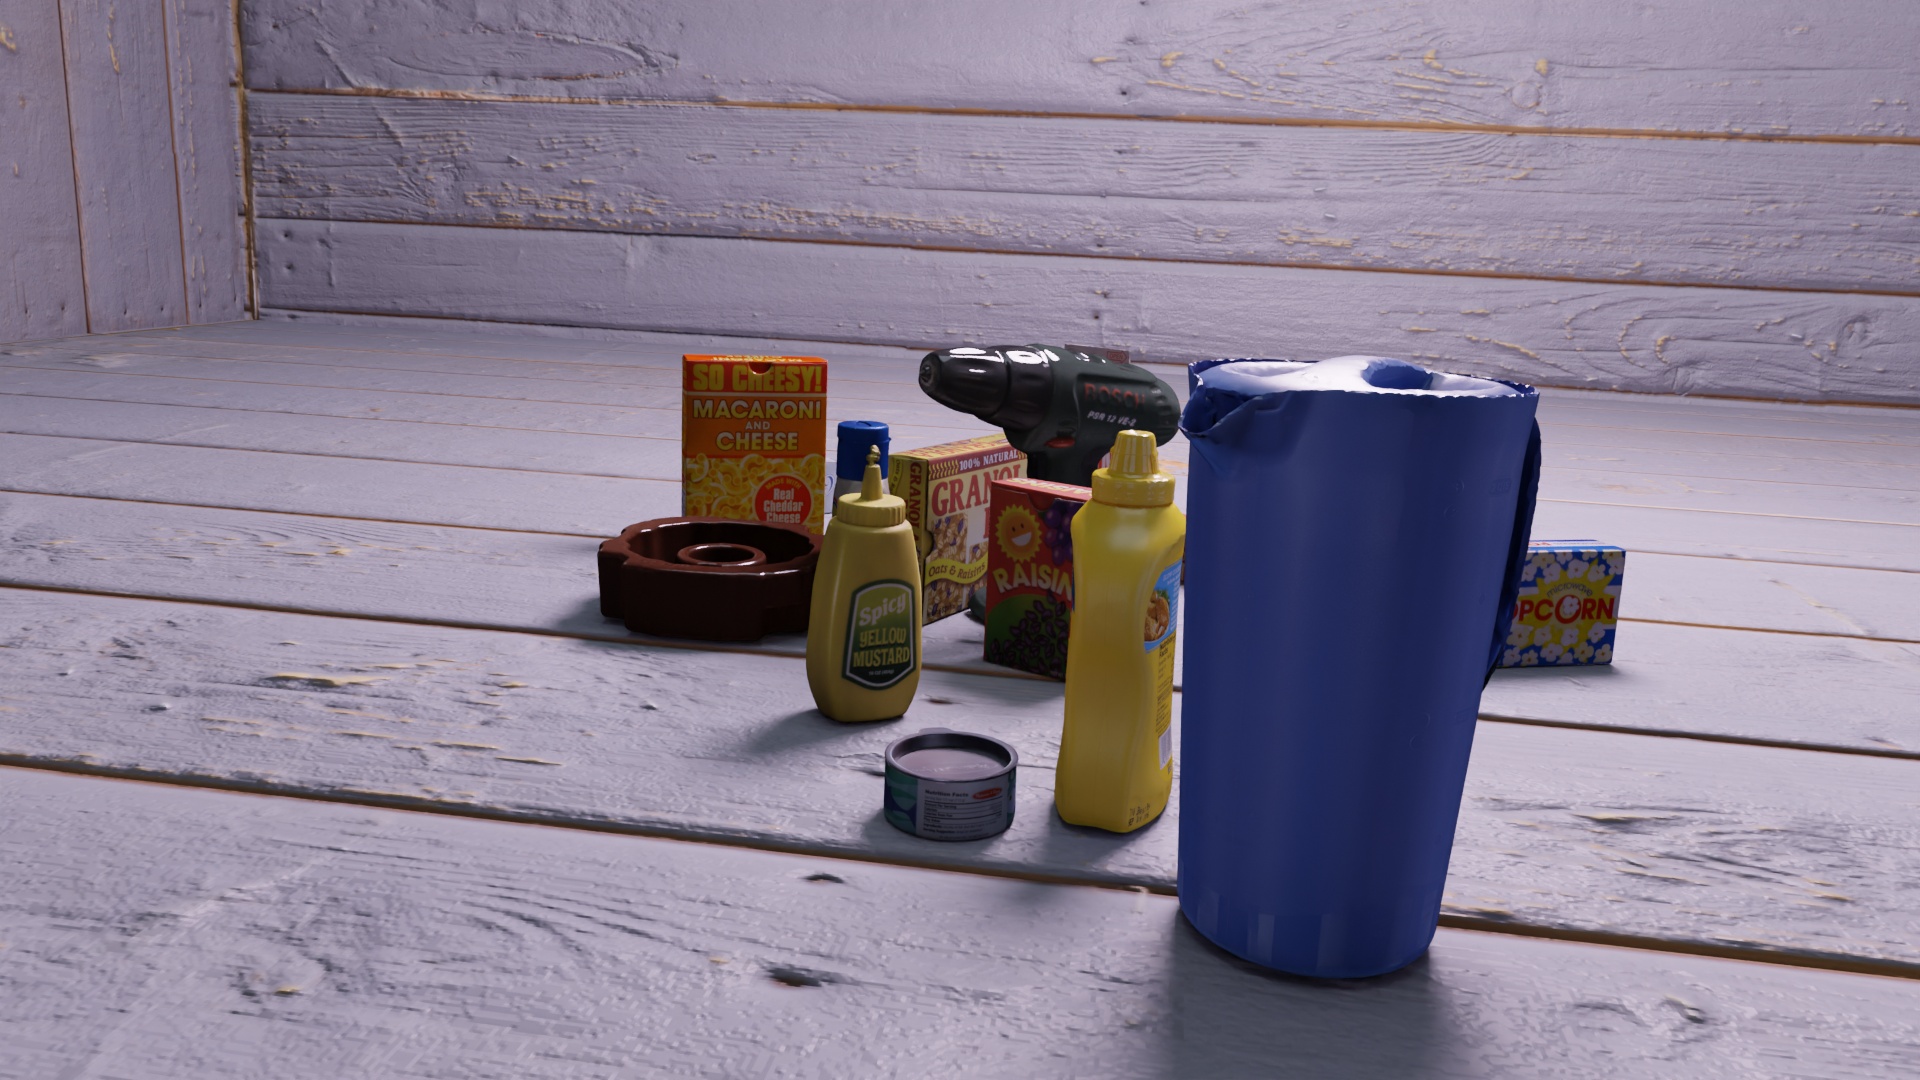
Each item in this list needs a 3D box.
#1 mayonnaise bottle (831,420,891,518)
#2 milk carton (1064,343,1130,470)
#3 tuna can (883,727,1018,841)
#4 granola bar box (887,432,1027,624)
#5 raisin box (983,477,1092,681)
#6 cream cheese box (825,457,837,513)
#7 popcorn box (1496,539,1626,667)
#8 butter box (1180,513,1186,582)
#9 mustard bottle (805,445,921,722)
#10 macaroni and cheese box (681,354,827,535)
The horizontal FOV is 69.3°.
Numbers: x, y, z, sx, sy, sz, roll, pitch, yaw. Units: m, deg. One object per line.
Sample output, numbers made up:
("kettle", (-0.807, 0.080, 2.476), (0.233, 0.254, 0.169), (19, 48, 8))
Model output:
("mayonnaise bottle", (-0.071, -0.009, 0.981), (0.041, 0.147, 0.065), (-1, 13, -16))
("milk carton", (0.111, -0.071, 1.192), (0.072, 0.190, 0.074), (13, 16, 40))
("tuna can", (-0.006, 0.120, 0.687), (0.071, 0.032, 0.071), (2, 13, 0))
("granola bar box", (0.004, -0.013, 1.067), (0.039, 0.124, 0.166), (10, 15, 31))
("raisin box", (0.060, 0.025, 0.910), (0.086, 0.123, 0.040), (12, 15, 36))
("cream cheese box", (-0.168, -0.051, 1.355), (0.104, 0.053, 0.024), (-6, 15, -35))
("popcorn box", (0.402, 0.044, 0.982), (0.127, 0.085, 0.038), (0, 13, -13))
("butter box", (0.202, 0.012, 1.154), (0.024, 0.053, 0.103), (-3, 14, -26))
("mustard bottle", (-0.055, 0.024, 0.808), (0.065, 0.159, 0.049), (-5, 14, -30))
("macaroni and cheese box", (-0.180, -0.077, 1.216), (0.124, 0.166, 0.040), (-1, 13, -18))
